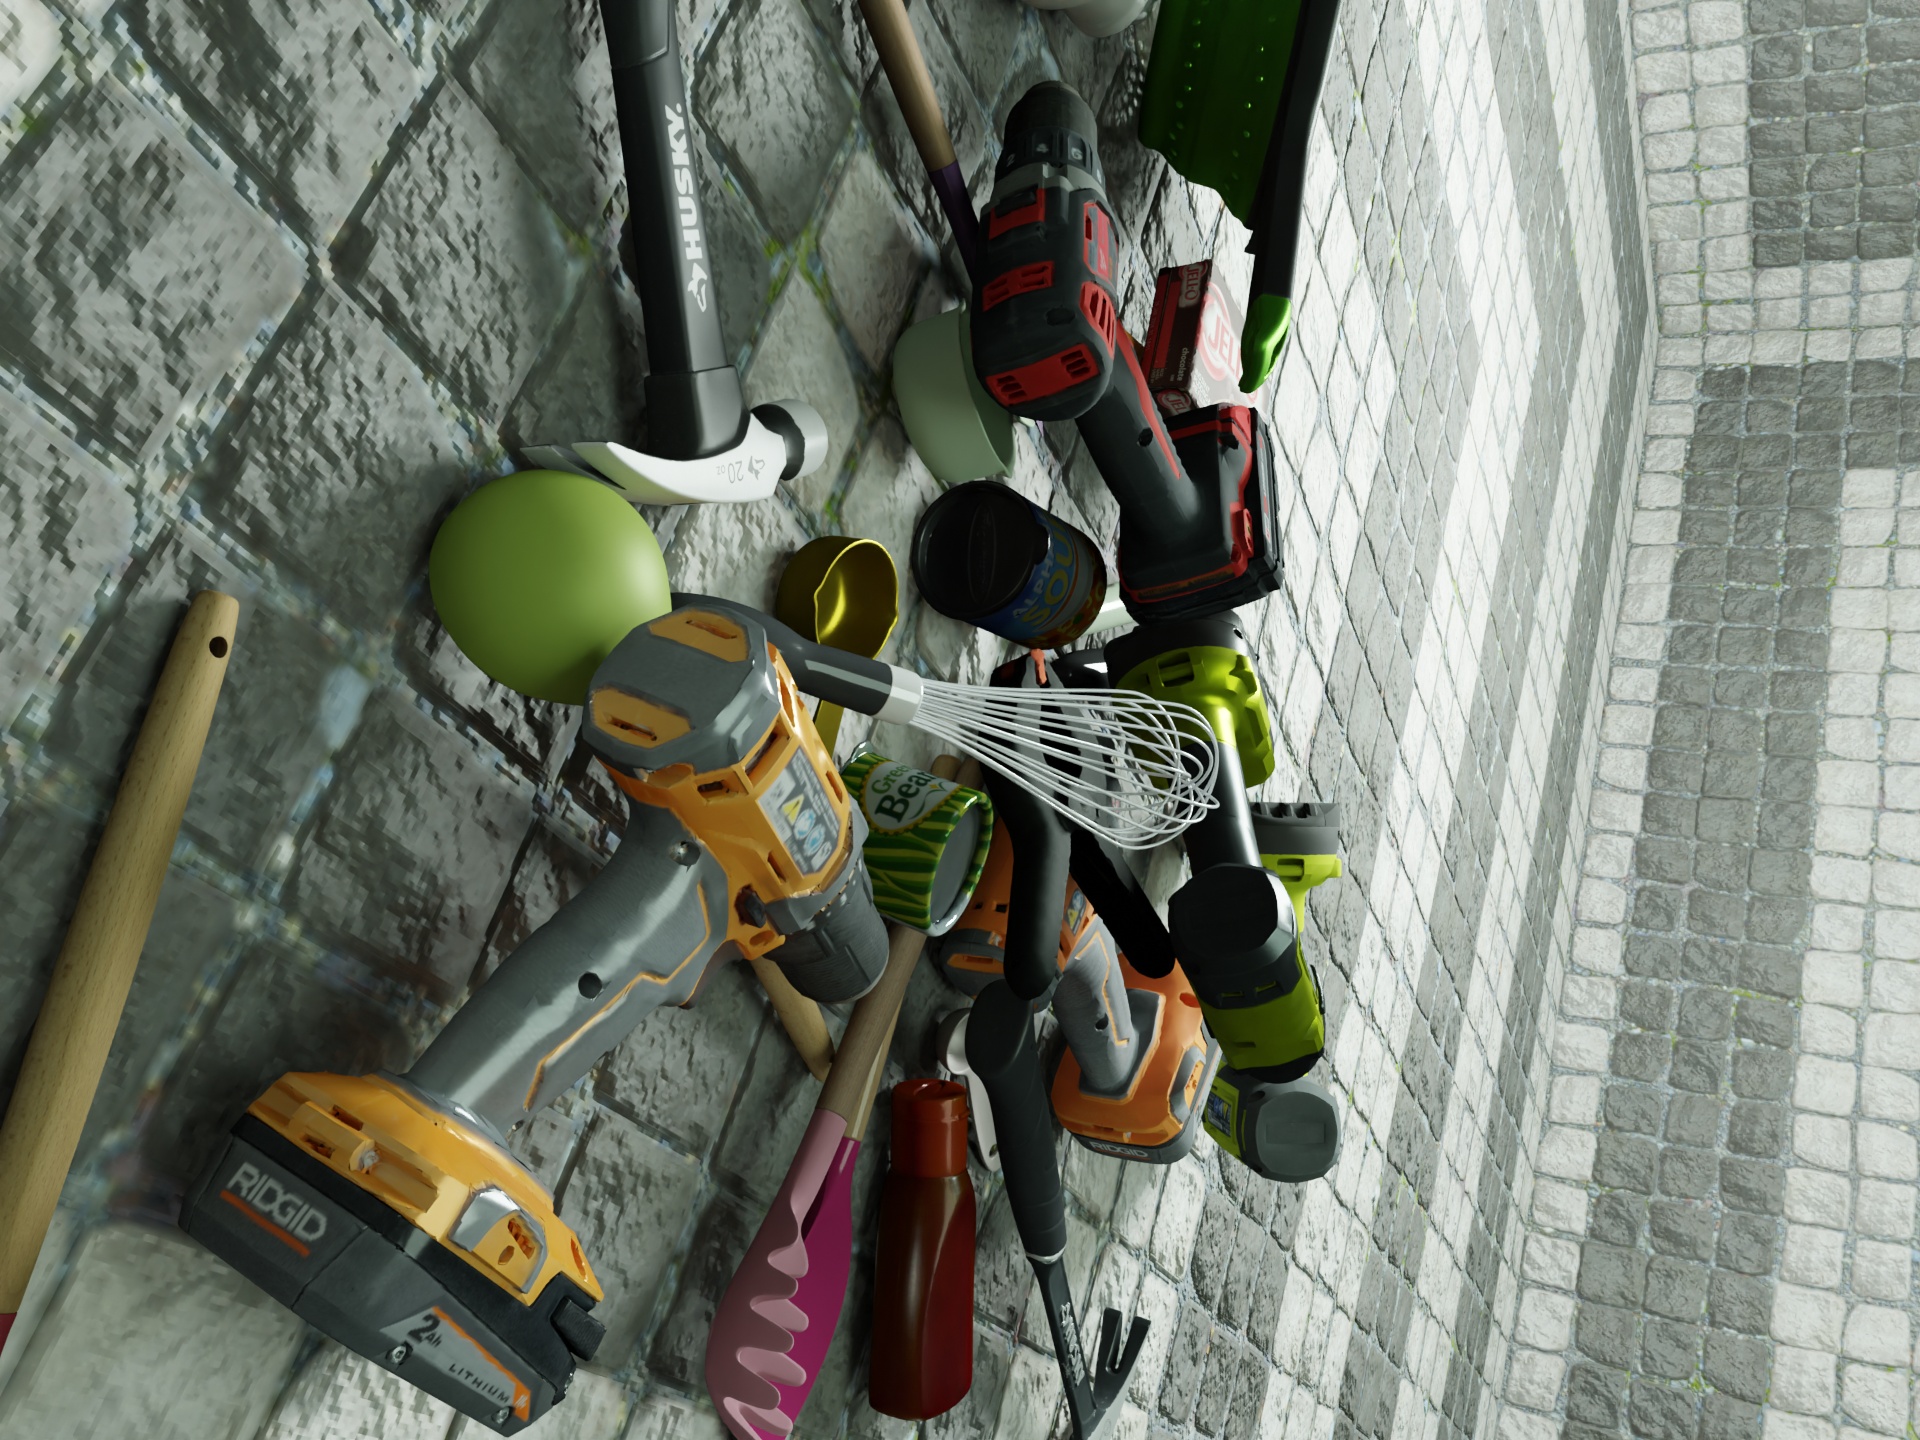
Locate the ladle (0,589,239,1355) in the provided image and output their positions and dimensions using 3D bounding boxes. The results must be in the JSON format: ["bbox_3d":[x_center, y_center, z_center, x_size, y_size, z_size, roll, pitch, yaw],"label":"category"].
[{"bbox_3d":[-0.228,0.116,0.388,0.069,0.031,0.315,36,61,-57],"label":"ladle"}]

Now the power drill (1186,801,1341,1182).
[{"bbox_3d":[0.187,0.167,1.026,0.190,0.080,0.228,156,-64,-83],"label":"power drill"}]

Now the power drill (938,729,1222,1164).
[{"bbox_3d":[0.078,0.124,0.873,0.226,0.084,0.164,59,45,-39],"label":"power drill"}]

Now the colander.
[{"bbox_3d":[0.139,-0.312,0.845,0.204,0.094,0.397,98,6,-50],"label":"colander"}]

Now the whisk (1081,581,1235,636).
[{"bbox_3d":[0.105,-0.073,0.937,0.246,0.058,0.059,-19,75,-55],"label":"whisk"}]

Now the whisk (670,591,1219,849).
[{"bbox_3d":[-0.001,-0.001,0.653,0.284,0.070,0.070,17,77,-32],"label":"whisk"}]

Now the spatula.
[{"bbox_3d":[-0.017,-0.268,0.694,0.060,0.018,0.315,-94,162,-56],"label":"spatula"}]

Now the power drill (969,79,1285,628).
[{"bbox_3d":[0.076,-0.172,0.752,0.226,0.080,0.188,48,36,-45],"label":"power drill"}]

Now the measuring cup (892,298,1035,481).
[{"bbox_3d":[0.006,-0.150,0.763,0.167,0.038,0.083,-28,104,-76],"label":"measuring cup"}]

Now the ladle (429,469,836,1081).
[{"bbox_3d":[-0.102,0.042,0.595,0.319,0.062,0.078,73,32,-44],"label":"ladle"}]

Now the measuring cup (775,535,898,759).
[{"bbox_3d":[-0.067,-0.002,0.667,0.062,0.029,0.156,11,95,-59],"label":"measuring cup"}]

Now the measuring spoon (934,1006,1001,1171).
[{"bbox_3d":[0.005,0.192,0.822,0.034,0.018,0.124,-43,138,-33],"label":"measuring spoon"}]

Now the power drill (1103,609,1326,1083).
[{"bbox_3d":[0.138,0.069,0.828,0.171,0.080,0.223,61,18,-50],"label":"power drill"}]

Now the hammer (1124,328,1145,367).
[{"bbox_3d":[0.101,-0.192,0.919,0.336,0.034,0.127,15,80,-60],"label":"hammer"}]

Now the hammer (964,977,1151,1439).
[{"bbox_3d":[0.051,0.285,0.842,0.149,0.036,0.408,-57,147,-43],"label":"hammer"}]

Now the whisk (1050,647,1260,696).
[{"bbox_3d":[0.119,-0.031,0.959,0.239,0.055,0.055,-6,98,-56],"label":"whisk"}]

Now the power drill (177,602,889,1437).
[{"bbox_3d":[-0.106,0.100,0.505,0.226,0.084,0.185,-56,148,-25],"label":"power drill"}]

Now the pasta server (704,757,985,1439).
[{"bbox_3d":[-0.038,0.147,0.678,0.060,0.040,0.316,90,19,-56],"label":"pasta server"}]

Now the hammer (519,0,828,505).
[{"bbox_3d":[-0.111,-0.236,0.533,0.146,0.035,0.334,-35,122,-60],"label":"hammer"}]

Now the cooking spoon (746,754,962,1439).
[{"bbox_3d":[-0.045,0.163,0.721,0.068,0.017,0.319,50,51,-59],"label":"cooking spoon"}]
